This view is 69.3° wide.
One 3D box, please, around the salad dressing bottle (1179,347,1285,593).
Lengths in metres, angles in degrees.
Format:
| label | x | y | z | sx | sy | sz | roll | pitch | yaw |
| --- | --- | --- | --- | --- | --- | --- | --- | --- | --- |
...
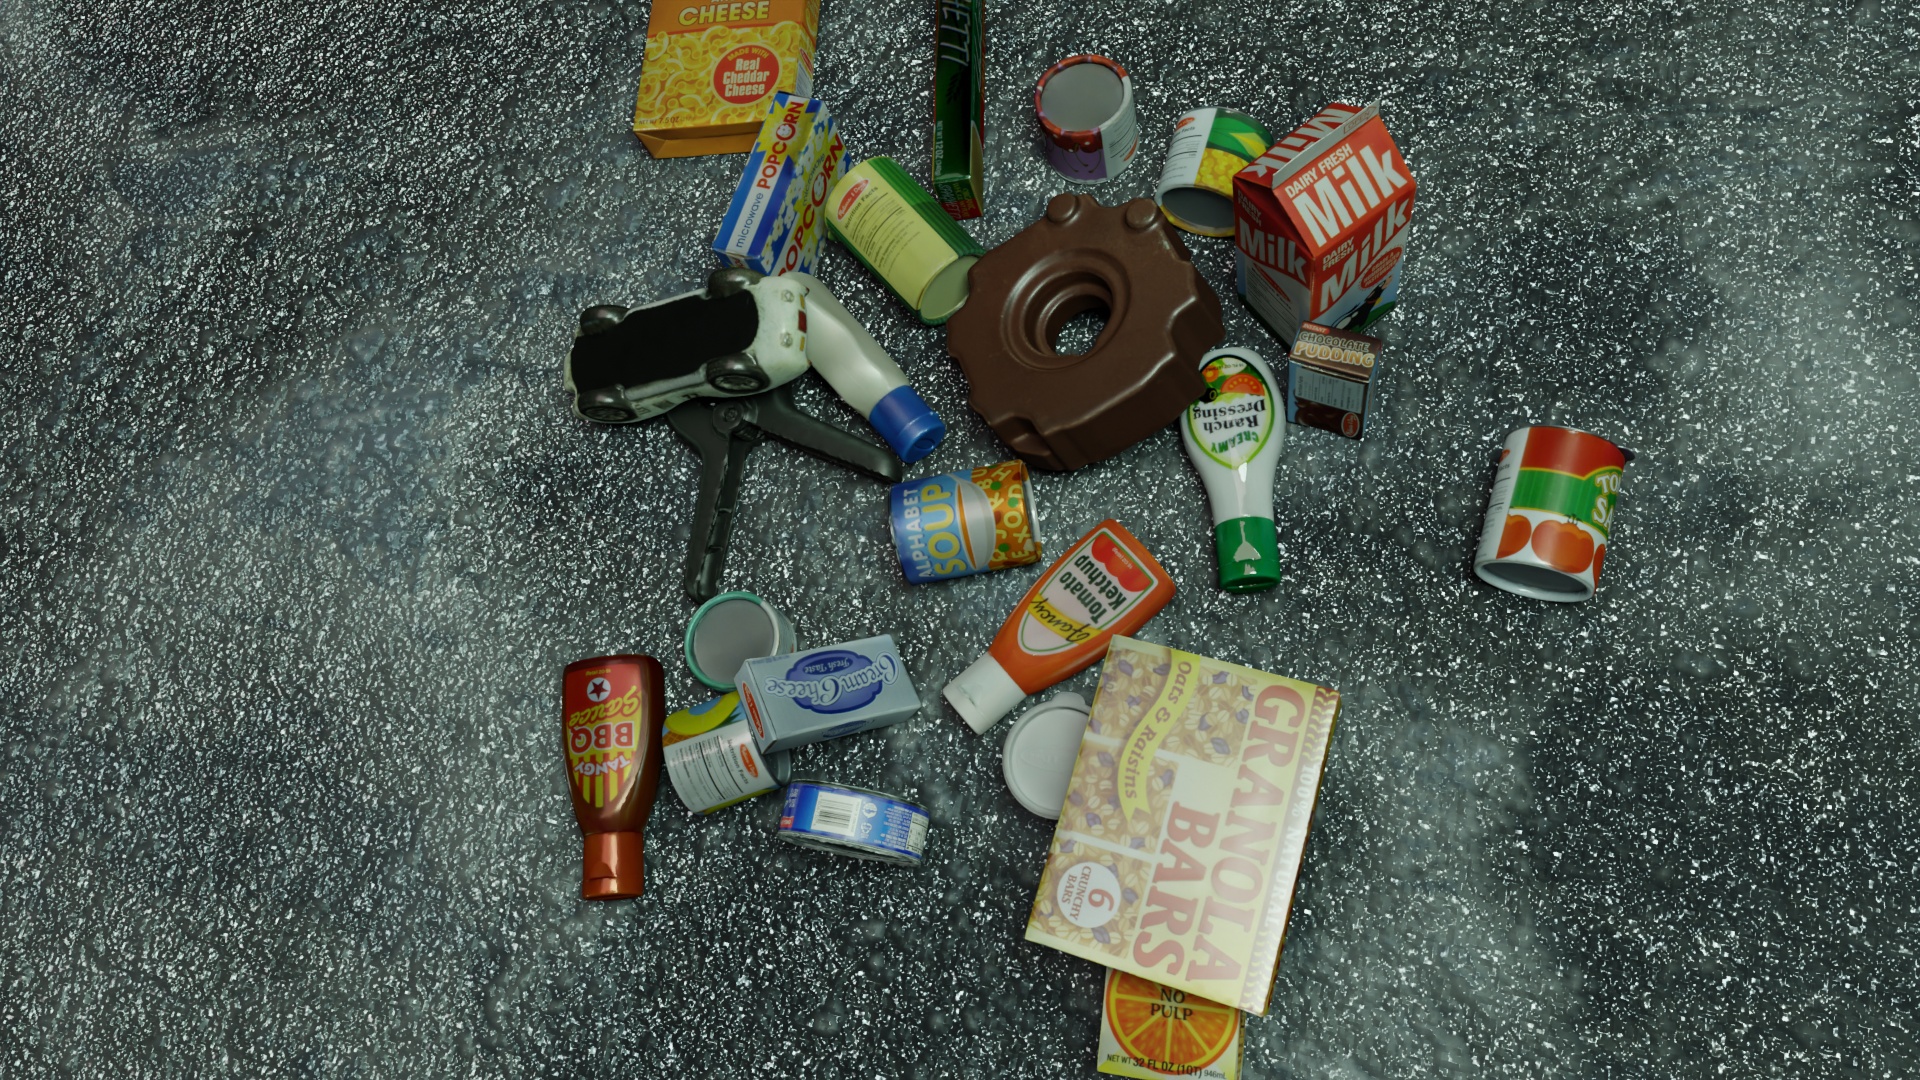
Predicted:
| label | x | y | z | sx | sy | sz | roll | pitch | yaw |
| --- | --- | --- | --- | --- | --- | --- | --- | --- | --- |
| salad dressing bottle | 0.170 | -0.043 | 0.848 | 0.064 | 0.044 | 0.148 | -8 | 70 | 14 |

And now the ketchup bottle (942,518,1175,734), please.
| label | x | y | z | sx | sy | sz | roll | pitch | yaw |
| --- | --- | --- | --- | --- | --- | --- | --- | --- | --- |
| ketchup bottle | 0.056 | 0.056 | 0.841 | 0.149 | 0.043 | 0.065 | -41 | 68 | -2 |

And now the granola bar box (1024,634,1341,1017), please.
| label | x | y | z | sx | sy | sz | roll | pitch | yaw |
| --- | --- | --- | --- | --- | --- | --- | --- | --- | --- |
| granola bar box | 0.117 | 0.145 | 0.720 | 0.124 | 0.039 | 0.166 | 13 | 73 | 17 |

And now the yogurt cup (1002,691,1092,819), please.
| label | x | y | z | sx | sy | sz | roll | pitch | yaw |
| --- | --- | --- | --- | --- | --- | --- | --- | --- | --- |
| yogurt cup | 0.062 | 0.131 | 0.808 | 0.072 | 0.054 | 0.072 | -4 | 71 | 12 |

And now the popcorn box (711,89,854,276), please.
| label | x | y | z | sx | sy | sz | roll | pitch | yaw |
| --- | --- | --- | --- | --- | --- | --- | --- | --- | --- |
| popcorn box | -0.120 | -0.230 | 0.957 | 0.038 | 0.085 | 0.127 | 15 | 75 | 16 |

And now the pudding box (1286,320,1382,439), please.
| label | x | y | z | sx | sy | sz | roll | pitch | yaw |
| --- | --- | --- | --- | --- | --- | --- | --- | --- | --- |
| pudding box | 0.223 | -0.095 | 0.833 | 0.050 | 0.083 | 0.030 | 18 | 74 | 18 |

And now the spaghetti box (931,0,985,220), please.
| label | x | y | z | sx | sy | sz | roll | pitch | yaw |
| --- | --- | --- | --- | --- | --- | --- | --- | --- | --- |
| spaghetti box | 0.000 | -0.350 | 0.989 | 0.029 | 0.050 | 0.251 | -3 | 71 | 10 |

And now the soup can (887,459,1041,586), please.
| label | x | y | z | sx | sy | sz | roll | pitch | yaw |
| --- | --- | --- | --- | --- | --- | --- | --- | --- | --- |
| soup can | 0.003 | -0.011 | 0.861 | 0.084 | 0.071 | 0.071 | -11 | 70 | 9 |

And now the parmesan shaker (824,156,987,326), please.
| label | x | y | z | sx | sy | sz | roll | pitch | yaw |
| --- | --- | --- | --- | --- | --- | --- | --- | --- | --- |
| parmesan shaker | -0.037 | -0.200 | 0.939 | 0.071 | 0.071 | 0.103 | -41 | 69 | -2 |

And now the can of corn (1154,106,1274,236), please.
| label | x | y | z | sx | sy | sz | roll | pitch | yaw |
| --- | --- | --- | --- | --- | --- | --- | --- | --- | --- |
| can of corn | 0.167 | -0.238 | 0.905 | 0.071 | 0.071 | 0.058 | 14 | 76 | 17 |

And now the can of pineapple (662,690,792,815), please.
| label | x | y | z | sx | sy | sz | roll | pitch | yaw |
| --- | --- | --- | --- | --- | --- | --- | --- | --- | --- |
| can of pineapple | -0.142 | 0.128 | 0.851 | 0.058 | 0.071 | 0.071 | -20 | 69 | 6 |

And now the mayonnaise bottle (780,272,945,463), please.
| label | x | y | z | sx | sy | sz | roll | pitch | yaw |
| --- | --- | --- | --- | --- | --- | --- | --- | --- | --- |
| mayonnaise bottle | -0.069 | -0.115 | 0.920 | 0.041 | 0.065 | 0.148 | -46 | 71 | 15 |

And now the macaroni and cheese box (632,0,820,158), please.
| label | x | y | z | sx | sy | sz | roll | pitch | yaw |
| --- | --- | --- | --- | --- | --- | --- | --- | --- | --- |
| macaroni and cheese box | -0.171 | -0.372 | 1.041 | 0.124 | 0.040 | 0.167 | -1 | 72 | 12 |

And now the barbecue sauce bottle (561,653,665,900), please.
| label | x | y | z | sx | sy | sz | roll | pitch | yaw |
| --- | --- | --- | --- | --- | --- | --- | --- | --- | --- |
| barbecue sauce bottle | -0.218 | 0.148 | 0.872 | 0.065 | 0.043 | 0.149 | -8 | 70 | 9 |

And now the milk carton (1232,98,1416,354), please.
| label | x | y | z | sx | sy | sz | roll | pitch | yaw |
| --- | --- | --- | --- | --- | --- | --- | --- | --- | --- |
| milk carton | 0.209 | -0.181 | 0.807 | 0.072 | 0.190 | 0.073 | -37 | 68 | -1 |

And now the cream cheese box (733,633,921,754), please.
| label | x | y | z | sx | sy | sz | roll | pitch | yaw |
| --- | --- | --- | --- | --- | --- | --- | --- | --- | --- |
| cream cheese box | -0.079 | 0.091 | 0.838 | 0.104 | 0.024 | 0.053 | -8 | 62 | -35 |

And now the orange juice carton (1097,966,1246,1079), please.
| label | x | y | z | sx | sy | sz | roll | pitch | yaw |
| --- | --- | --- | --- | --- | --- | --- | --- | --- | --- |
| orange juice carton | 0.124 | 0.194 | 0.762 | 0.072 | 0.073 | 0.193 | 4 | 72 | 15 |

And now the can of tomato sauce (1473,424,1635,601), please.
| label | x | y | z | sx | sy | sz | roll | pitch | yaw |
| --- | --- | --- | --- | --- | --- | --- | --- | --- | --- |
| can of tomato sauce | 0.336 | -0.014 | 0.788 | 0.071 | 0.071 | 0.083 | 15 | 76 | 17 |

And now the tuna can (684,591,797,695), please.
| label | x | y | z | sx | sy | sz | roll | pitch | yaw |
| --- | --- | --- | --- | --- | --- | --- | --- | --- | --- |
| tuna can | -0.143 | 0.068 | 0.888 | 0.071 | 0.032 | 0.071 | -4 | 71 | 11 |

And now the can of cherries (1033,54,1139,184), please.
| label | x | y | z | sx | sy | sz | roll | pitch | yaw |
| --- | --- | --- | --- | --- | --- | --- | --- | --- | --- |
| can of cherries | 0.084 | -0.286 | 0.943 | 0.071 | 0.058 | 0.071 | -4 | 71 | 11 |
